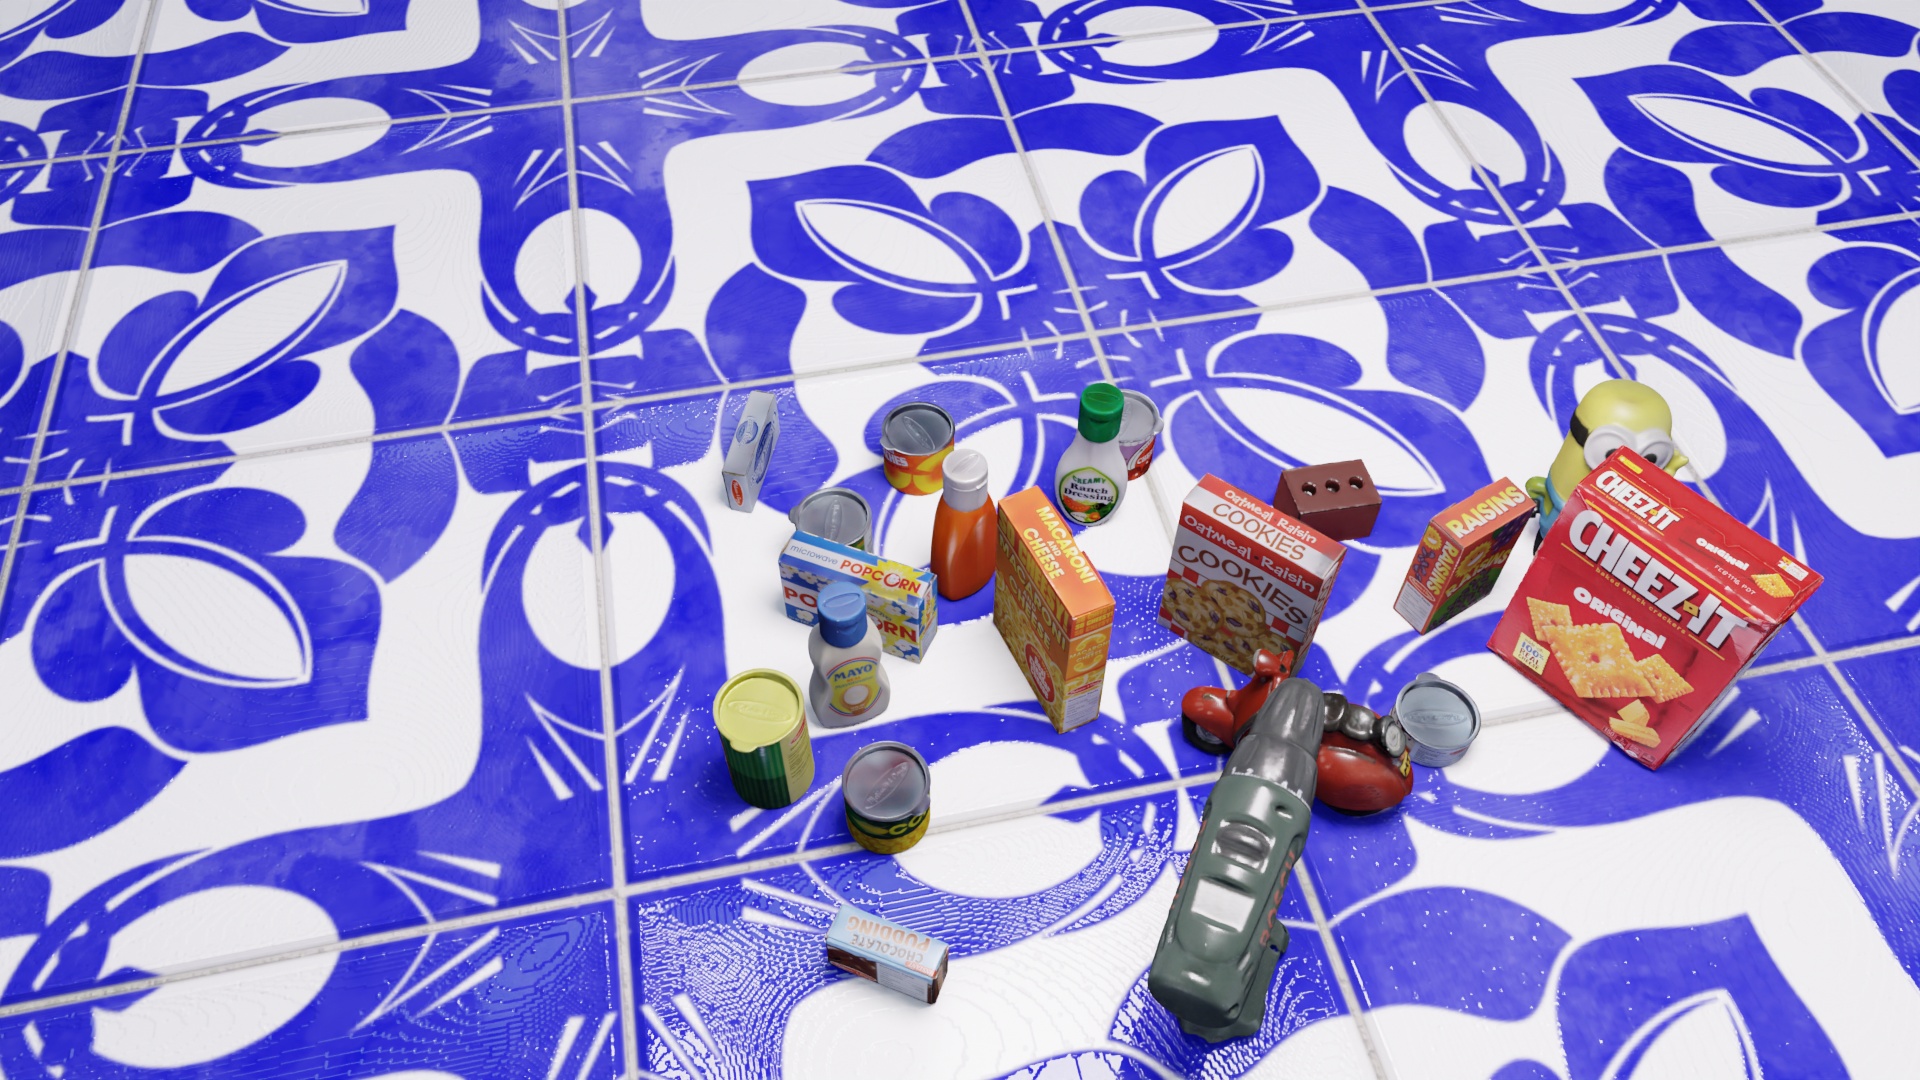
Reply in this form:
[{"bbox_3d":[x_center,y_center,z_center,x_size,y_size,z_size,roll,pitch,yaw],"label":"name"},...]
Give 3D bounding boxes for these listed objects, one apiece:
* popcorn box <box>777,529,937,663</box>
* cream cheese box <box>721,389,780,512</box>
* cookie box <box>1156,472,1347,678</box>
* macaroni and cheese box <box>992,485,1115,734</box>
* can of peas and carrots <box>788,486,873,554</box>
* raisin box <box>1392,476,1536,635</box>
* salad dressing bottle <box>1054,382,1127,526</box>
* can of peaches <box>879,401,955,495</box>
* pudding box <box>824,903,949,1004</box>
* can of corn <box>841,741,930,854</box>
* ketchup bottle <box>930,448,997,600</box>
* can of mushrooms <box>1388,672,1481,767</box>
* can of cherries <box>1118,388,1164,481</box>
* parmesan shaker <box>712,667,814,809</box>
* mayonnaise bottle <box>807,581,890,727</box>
[{"bbox_3d":[-0.084,0.046,1.144,0.127,0.084,0.038,18,54,13],"label":"popcorn box"},{"bbox_3d":[-0.190,-0.081,1.263,0.024,0.053,0.104,8,52,5],"label":"cream cheese box"},{"bbox_3d":[0.227,0.036,1.105,0.123,0.166,0.040,31,58,21],"label":"cookie box"},{"bbox_3d":[0.070,0.056,1.088,0.040,0.165,0.124,-20,55,-16],"label":"macaroni and cheese box"},{"bbox_3d":[-0.111,-0.003,1.199,0.071,0.058,0.071,0,52,0],"label":"can of peas and carrots"},{"bbox_3d":[0.417,0.013,1.153,0.086,0.122,0.040,-26,57,-20],"label":"raisin box"},{"bbox_3d":[0.116,-0.074,1.202,0.064,0.146,0.044,11,53,7],"label":"salad dressing bottle"},{"bbox_3d":[-0.040,-0.082,1.263,0.071,0.057,0.071,0,52,0],"label":"can of peaches"},{"bbox_3d":[-0.051,0.291,0.976,0.084,0.049,0.030,17,54,12],"label":"pudding box"},{"bbox_3d":[-0.053,0.196,1.045,0.071,0.058,0.071,0,52,0],"label":"can of corn"},{"bbox_3d":[0.004,-0.014,1.153,0.043,0.148,0.065,38,61,25],"label":"ketchup bottle"},{"bbox_3d":[0.376,0.143,1.108,0.071,0.033,0.071,0,52,0],"label":"can of mushrooms"},{"bbox_3d":[0.149,-0.095,1.275,0.071,0.058,0.072,0,52,0],"label":"can of cherries"},{"bbox_3d":[-0.148,0.154,1.048,0.071,0.102,0.072,0,52,0],"label":"parmesan shaker"},{"bbox_3d":[-0.088,0.089,1.071,0.065,0.147,0.041,-15,54,-12],"label":"mayonnaise bottle"}]
